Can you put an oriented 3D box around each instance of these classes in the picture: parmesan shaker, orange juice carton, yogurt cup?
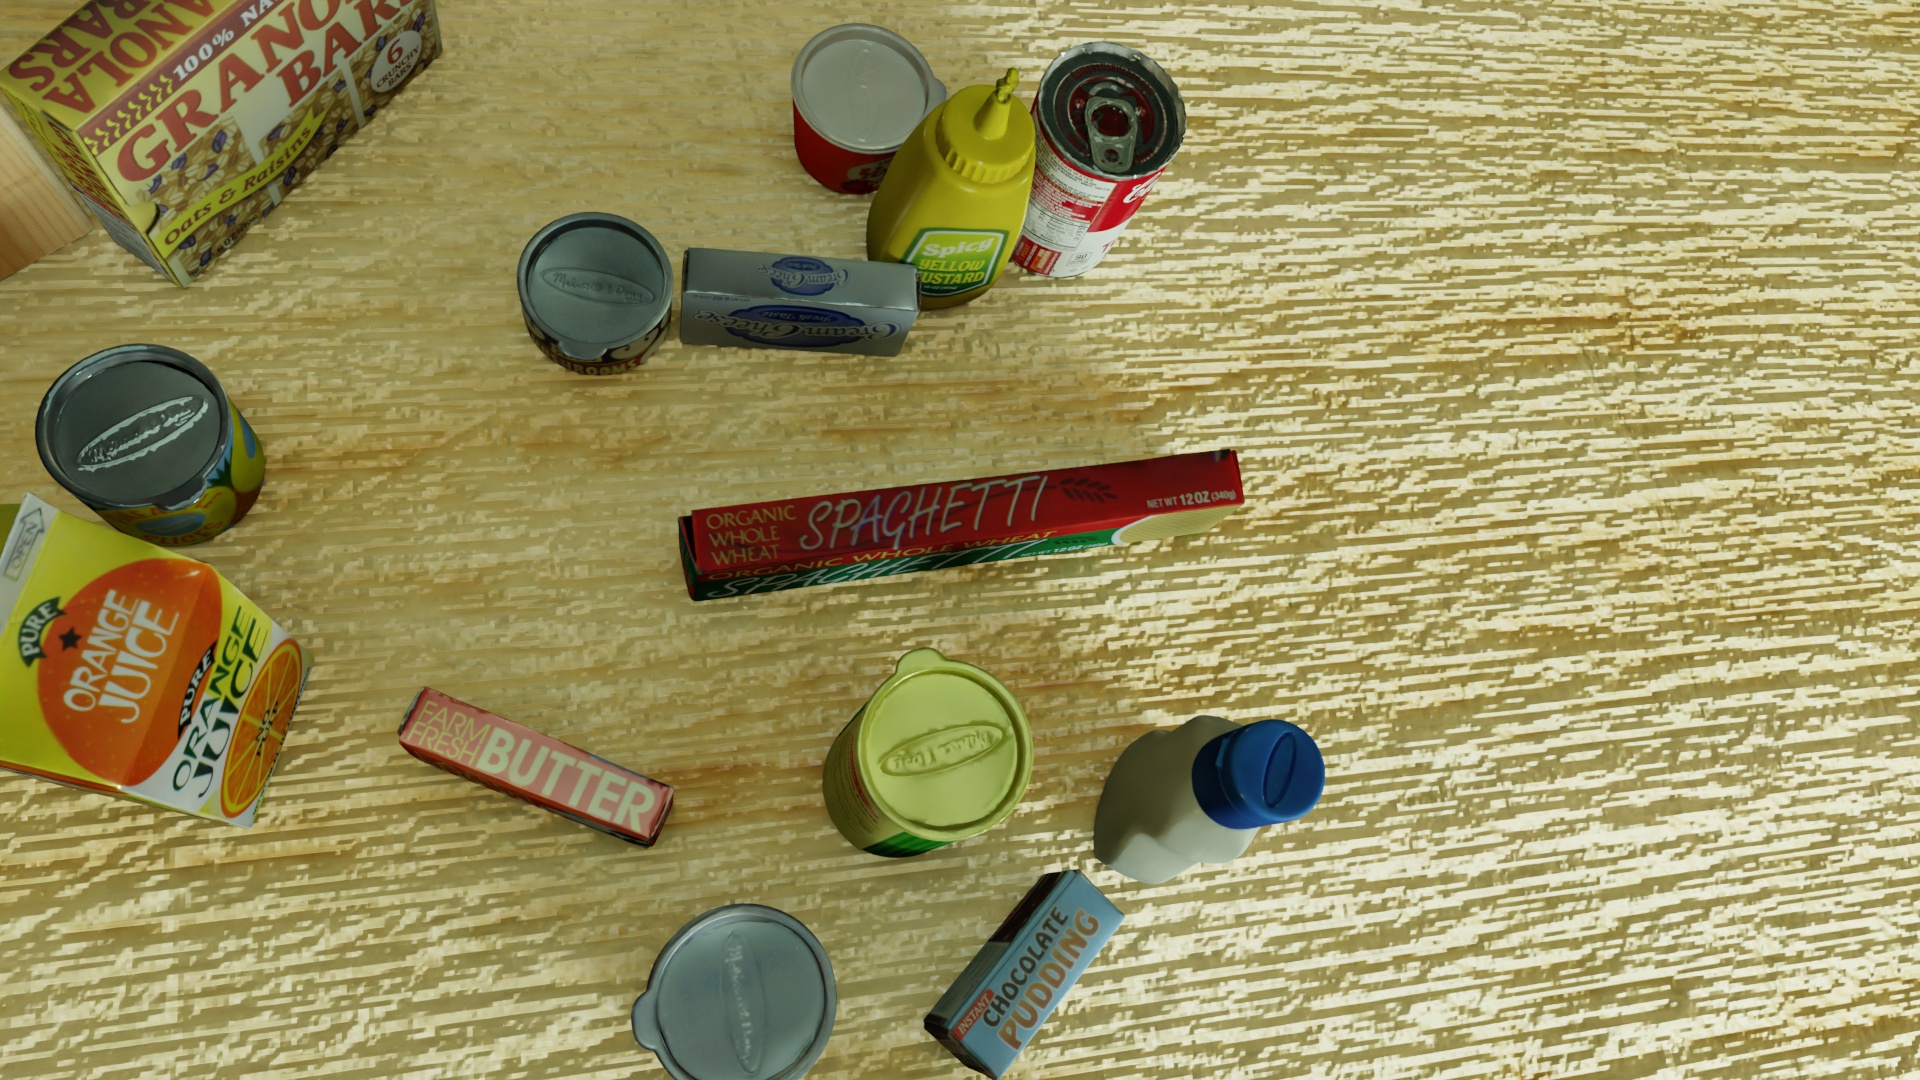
[{"bbox_3d":[-0.017,0.087,0.554,0.071,0.102,0.071,4,73,-12],"label":"parmesan shaker"},{"bbox_3d":[-0.281,0.045,0.457,0.073,0.192,0.072,15,71,-8],"label":"orange juice carton"},{"bbox_3d":[-0.049,-0.202,0.661,0.072,0.053,0.072,4,73,-12],"label":"yogurt cup"}]

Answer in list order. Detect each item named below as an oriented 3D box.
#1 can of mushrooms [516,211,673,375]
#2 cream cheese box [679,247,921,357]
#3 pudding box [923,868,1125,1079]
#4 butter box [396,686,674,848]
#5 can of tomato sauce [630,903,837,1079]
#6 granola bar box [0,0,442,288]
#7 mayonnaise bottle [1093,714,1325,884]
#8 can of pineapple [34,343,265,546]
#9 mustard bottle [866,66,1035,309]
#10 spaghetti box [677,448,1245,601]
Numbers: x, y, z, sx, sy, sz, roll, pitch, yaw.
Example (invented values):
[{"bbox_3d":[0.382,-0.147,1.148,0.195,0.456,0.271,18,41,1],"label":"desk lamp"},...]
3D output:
[{"bbox_3d":[-0.162,-0.107,0.616,0.071,0.033,0.071,4,73,-12],"label":"can of mushrooms"},{"bbox_3d":[-0.073,-0.106,0.626,0.104,0.053,0.024,2,73,-12],"label":"cream cheese box"},{"bbox_3d":[0.025,0.175,0.565,0.030,0.049,0.084,43,69,2],"label":"pudding box"},{"bbox_3d":[-0.165,0.091,0.545,0.103,0.053,0.024,23,70,-5],"label":"butter box"},{"bbox_3d":[-0.087,0.173,0.522,0.071,0.083,0.071,4,73,-12],"label":"can of tomato sauce"},{"bbox_3d":[-0.287,-0.195,0.565,0.039,0.124,0.166,36,69,-1],"label":"granola bar box"},{"bbox_3d":[0.095,0.100,0.552,0.041,0.147,0.065,24,70,-5],"label":"mayonnaise bottle"},{"bbox_3d":[-0.315,-0.034,0.545,0.071,0.057,0.071,4,73,-12],"label":"can of pineapple"},{"bbox_3d":[-0.001,-0.152,0.600,0.065,0.159,0.049,-3,75,-14],"label":"mustard bottle"},{"bbox_3d":[0.002,-0.008,0.615,0.250,0.050,0.029,-7,76,-15],"label":"spaghetti box"}]
